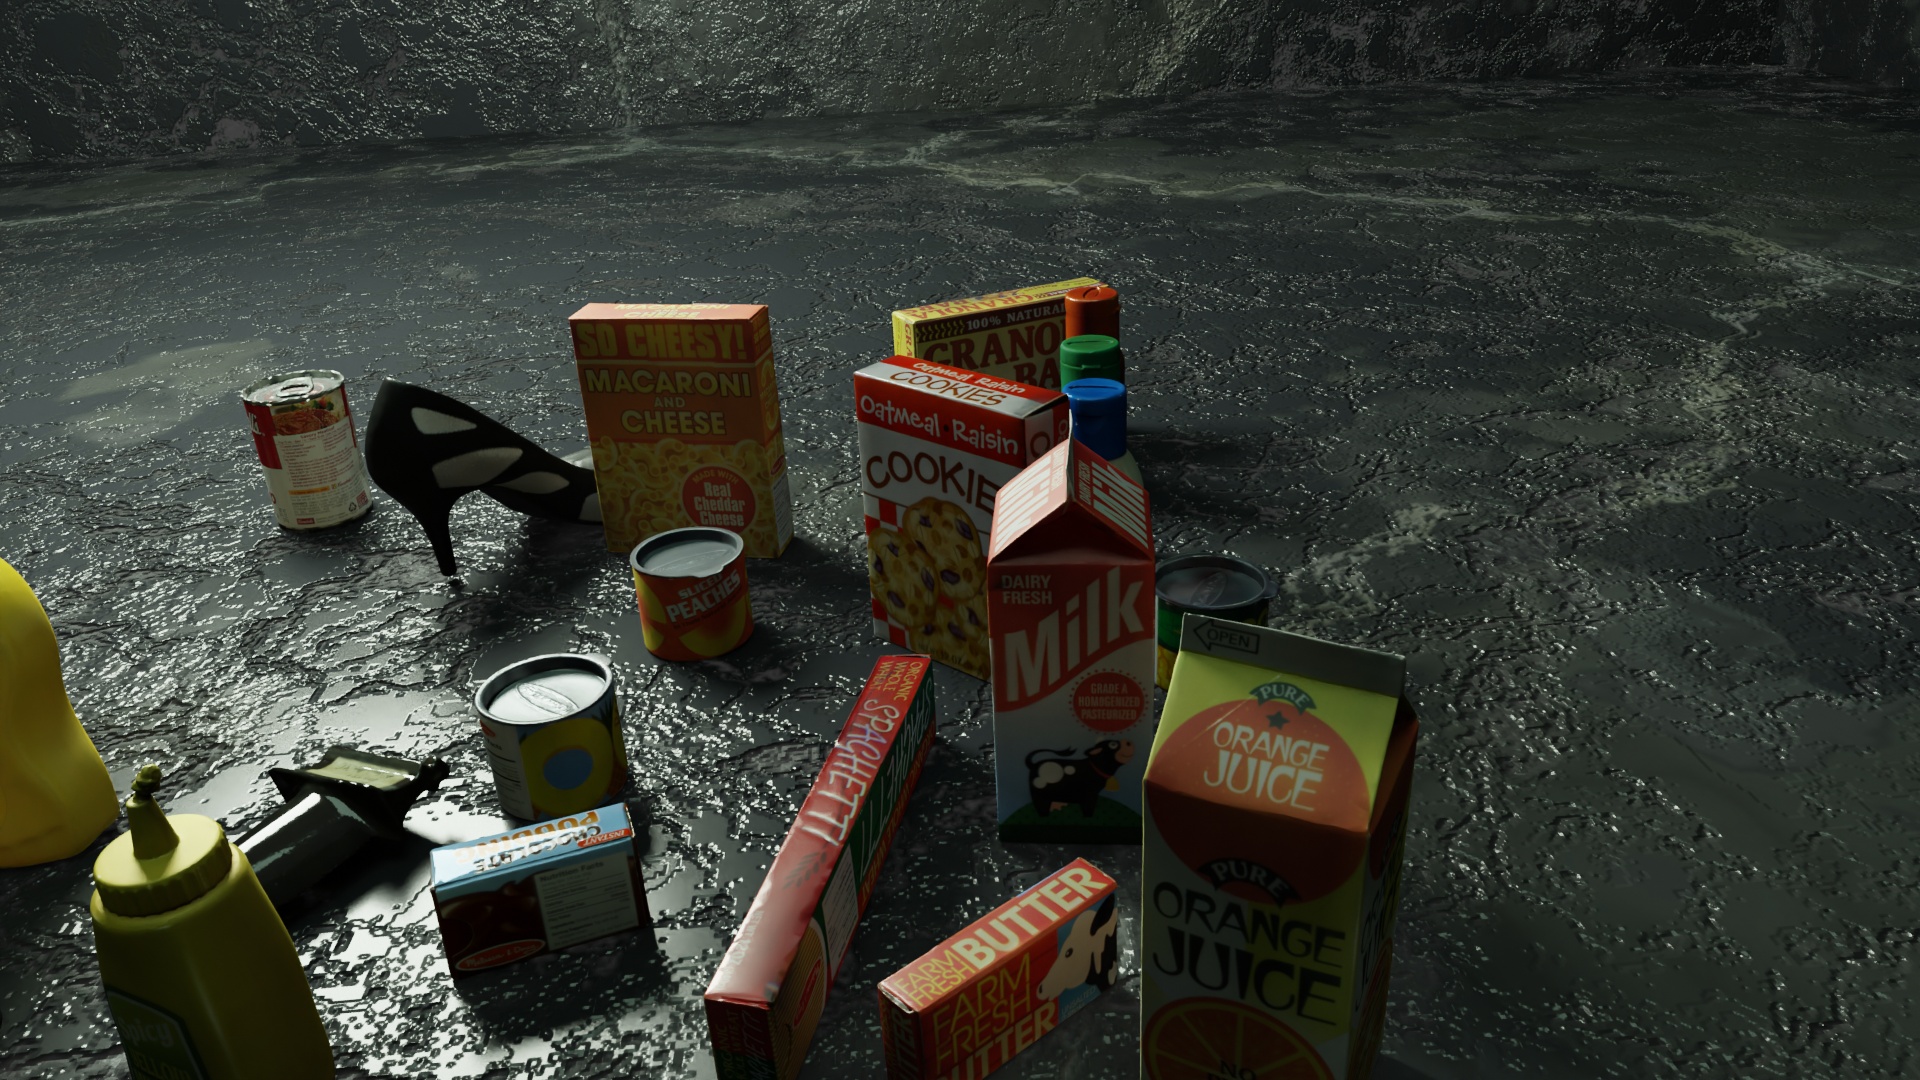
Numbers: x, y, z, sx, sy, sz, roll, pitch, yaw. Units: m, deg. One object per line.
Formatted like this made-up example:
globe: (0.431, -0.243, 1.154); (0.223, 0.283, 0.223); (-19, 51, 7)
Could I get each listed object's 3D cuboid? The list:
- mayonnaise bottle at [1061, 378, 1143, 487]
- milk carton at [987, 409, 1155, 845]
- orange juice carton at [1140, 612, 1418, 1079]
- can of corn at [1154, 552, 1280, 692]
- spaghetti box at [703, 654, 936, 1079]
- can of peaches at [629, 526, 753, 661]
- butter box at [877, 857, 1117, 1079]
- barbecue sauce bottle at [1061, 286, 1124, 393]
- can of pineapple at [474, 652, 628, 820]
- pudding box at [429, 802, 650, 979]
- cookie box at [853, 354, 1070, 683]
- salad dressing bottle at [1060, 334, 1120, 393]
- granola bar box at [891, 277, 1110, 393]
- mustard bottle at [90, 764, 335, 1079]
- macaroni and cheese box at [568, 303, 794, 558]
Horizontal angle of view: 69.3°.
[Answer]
mayonnaise bottle: (0.077, -0.018, 0.798); (0.065, 0.147, 0.041); (2, 26, 11)
milk carton: (0.051, 0.041, 0.630); (0.073, 0.189, 0.073); (-1, 25, 5)
orange juice carton: (0.107, 0.114, 0.469); (0.072, 0.191, 0.073); (10, 28, 26)
can of corn: (0.137, 0.047, 0.760); (0.071, 0.058, 0.071); (-2, 26, 1)
spaghetti box: (-0.052, 0.132, 0.612); (0.029, 0.050, 0.251); (3, 26, 12)
can of peaches: (-0.157, 0.032, 0.821); (0.071, 0.057, 0.071); (-2, 26, 1)
butter box: (0.017, 0.168, 0.527); (0.104, 0.053, 0.024); (-22, 32, -35)
barbecue sauce bottle: (0.093, -0.100, 0.967); (0.043, 0.147, 0.065); (6, 27, 17)
can of pineapple: (-0.200, 0.097, 0.692); (0.071, 0.057, 0.071); (-2, 26, 1)
pudding box: (-0.179, 0.148, 0.592); (0.084, 0.049, 0.030); (-12, 27, -19)
cookie box: (0.003, -0.010, 0.766); (0.123, 0.166, 0.040); (19, 33, 38)
salad dressing bottle: (0.083, -0.054, 0.873); (0.064, 0.147, 0.044); (-1, 25, 3)
granola bar box: (0.035, -0.124, 1.049); (0.166, 0.123, 0.039); (-14, 28, -23)
mustard bottle: (-0.264, 0.146, 0.479); (0.065, 0.159, 0.049); (8, 28, 22)
macaroni and cheese box: (-0.182, -0.072, 0.916); (0.124, 0.165, 0.040); (2, 26, 10)
